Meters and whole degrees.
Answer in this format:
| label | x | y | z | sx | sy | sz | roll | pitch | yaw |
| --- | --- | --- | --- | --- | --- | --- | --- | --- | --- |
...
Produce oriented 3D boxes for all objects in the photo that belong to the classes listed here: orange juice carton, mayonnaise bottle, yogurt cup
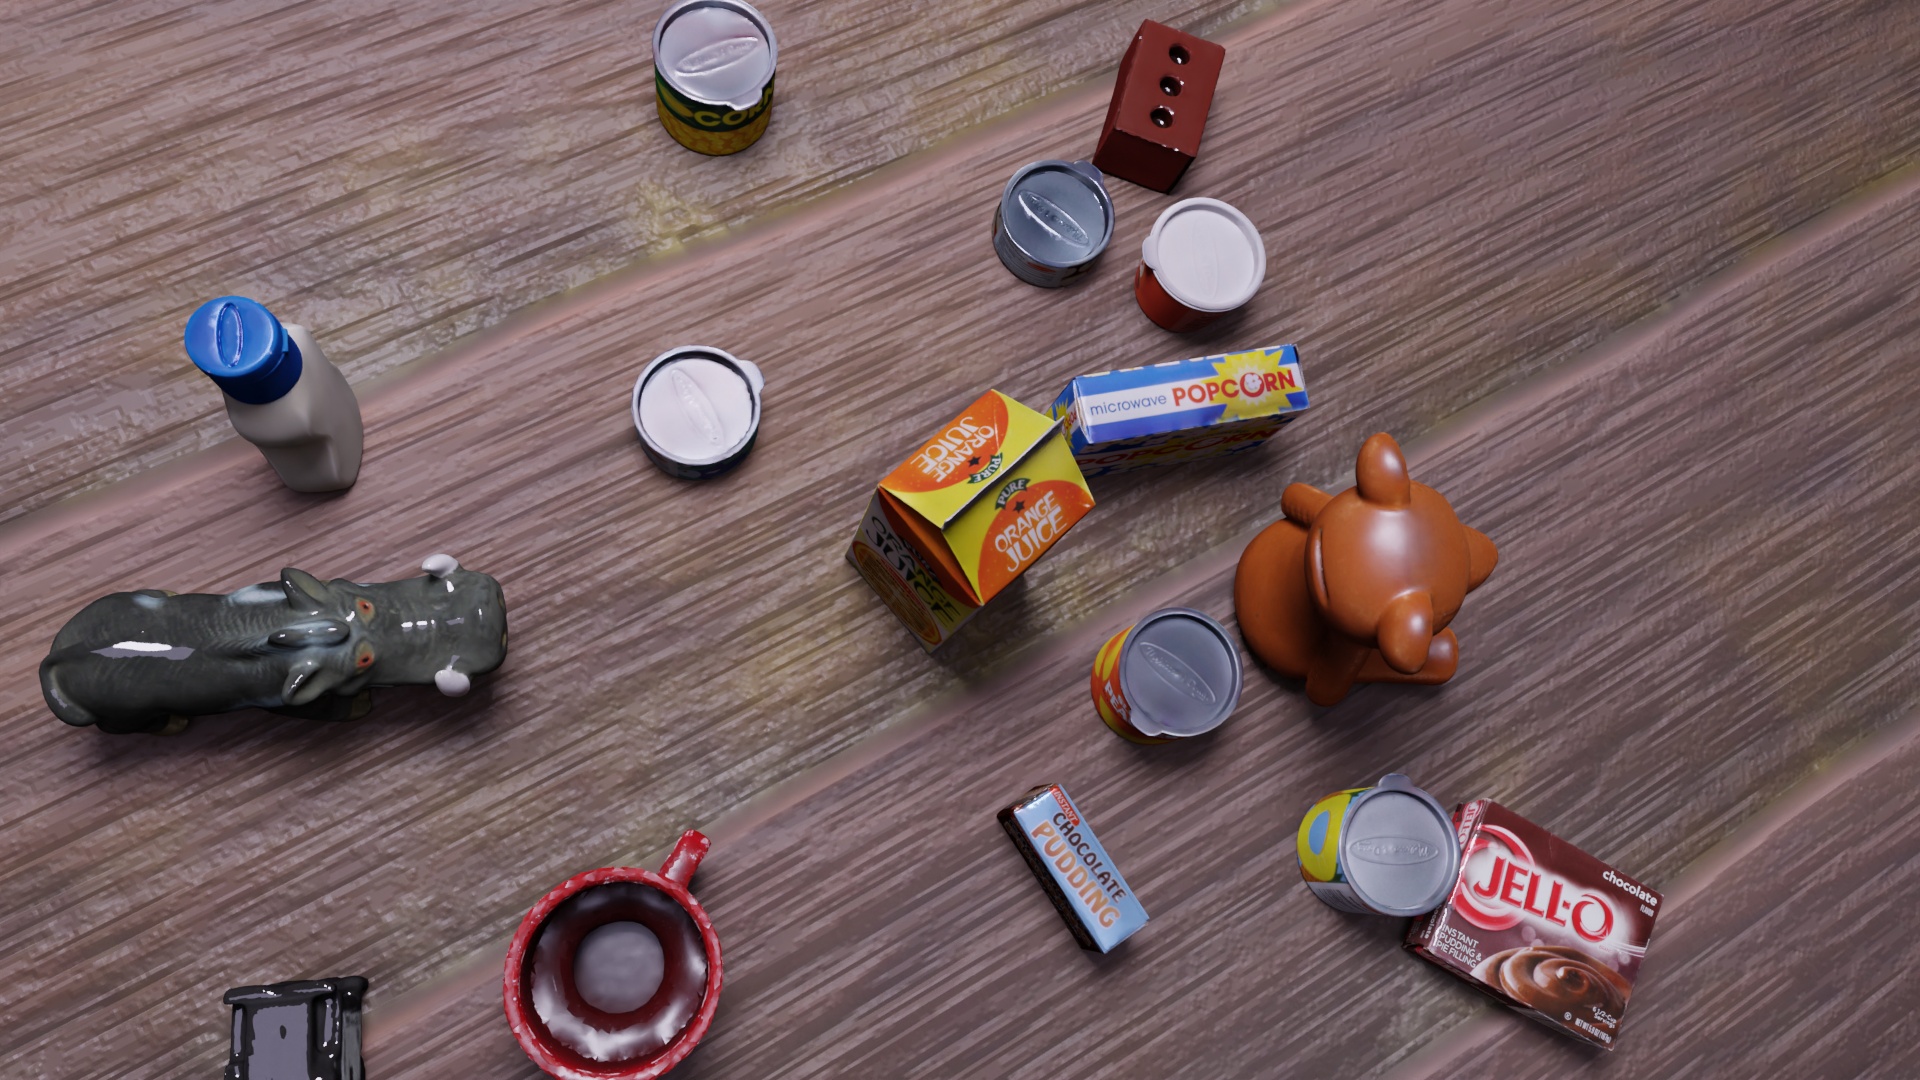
| label | x | y | z | sx | sy | sz | roll | pitch | yaw |
| --- | --- | --- | --- | --- | --- | --- | --- | --- | --- |
| orange juice carton | 0.002 | -0.008 | 0.660 | 0.072 | 0.192 | 0.073 | -40 | 87 | -16 |
| mayonnaise bottle | -0.313 | -0.068 | 0.640 | 0.041 | 0.147 | 0.065 | -5 | 78 | -12 |
| yogurt cup | 0.133 | -0.153 | 0.792 | 0.072 | 0.053 | 0.072 | 2 | 76 | -10 |

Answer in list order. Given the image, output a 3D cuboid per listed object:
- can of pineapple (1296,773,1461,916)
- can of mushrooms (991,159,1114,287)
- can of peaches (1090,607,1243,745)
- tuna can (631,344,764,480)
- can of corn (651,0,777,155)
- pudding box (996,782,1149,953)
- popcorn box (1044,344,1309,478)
| label | x | y | z | sx | sy | sz | roll | pitch | yaw |
| --- | --- | --- | --- | --- | --- | --- | --- | --- | --- |
| can of pineapple | 0.218 | 0.161 | 0.729 | 0.071 | 0.057 | 0.071 | 2 | 76 | -10 |
| can of mushrooms | 0.054 | -0.182 | 0.795 | 0.071 | 0.033 | 0.071 | 2 | 76 | -10 |
| can of peaches | 0.105 | 0.074 | 0.729 | 0.071 | 0.058 | 0.071 | 2 | 76 | -10 |
| tuna can | -0.137 | -0.068 | 0.732 | 0.071 | 0.032 | 0.071 | 2 | 76 | -10 |
| can of corn | -0.134 | -0.253 | 0.765 | 0.071 | 0.058 | 0.071 | 2 | 76 | -10 |
| pudding box | 0.056 | 0.165 | 0.702 | 0.030 | 0.049 | 0.084 | -32 | 84 | -16 |
| popcorn box | 0.112 | -0.067 | 0.751 | 0.127 | 0.085 | 0.038 | -10 | 79 | -13 |
